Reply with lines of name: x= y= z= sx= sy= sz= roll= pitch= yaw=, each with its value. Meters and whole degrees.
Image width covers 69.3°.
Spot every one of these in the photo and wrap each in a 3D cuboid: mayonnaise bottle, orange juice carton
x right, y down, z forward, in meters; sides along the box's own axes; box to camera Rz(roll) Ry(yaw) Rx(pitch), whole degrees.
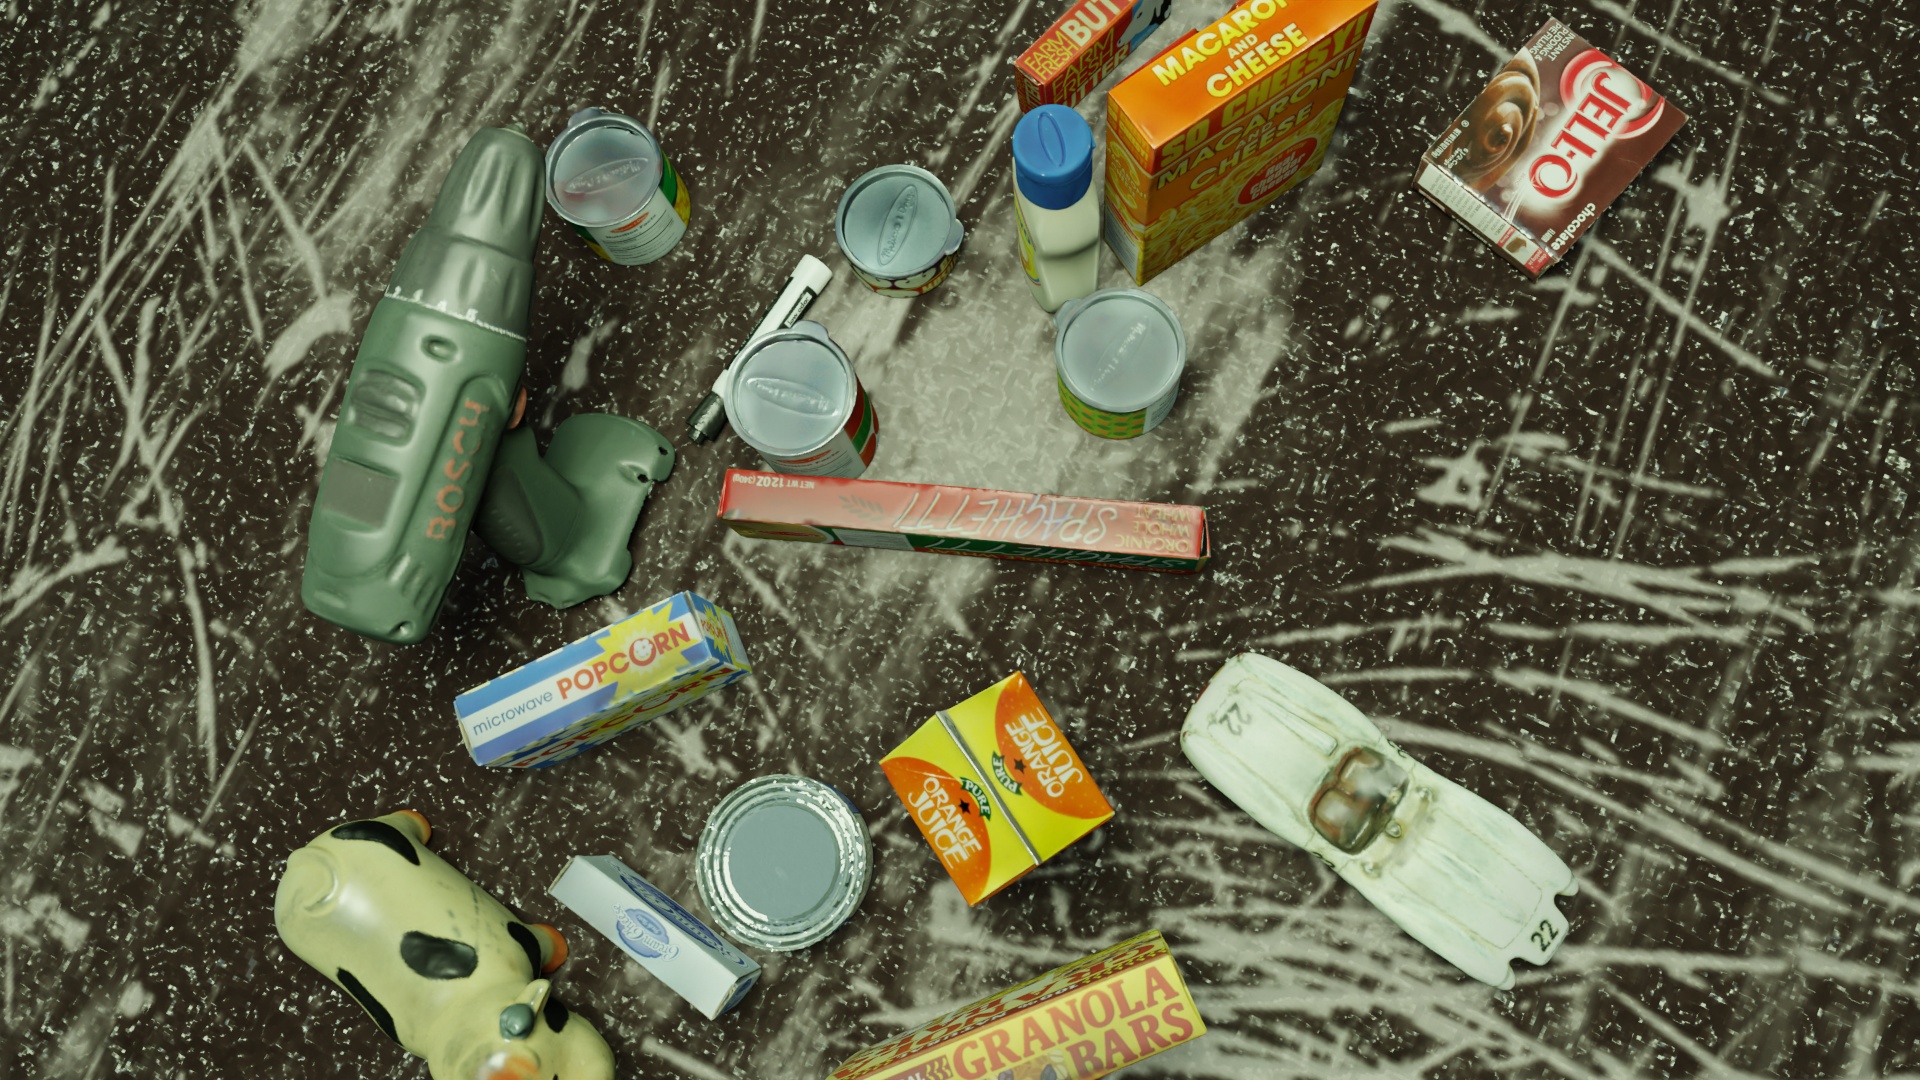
mayonnaise bottle: x=0.048 y=-0.168 z=0.699 sx=0.041 sy=0.148 sz=0.065 roll=-16 pitch=78 yaw=2
orange juice carton: x=0.019 y=0.112 z=0.621 sx=0.073 sy=0.192 sz=0.072 roll=-33 pitch=78 yaw=-2

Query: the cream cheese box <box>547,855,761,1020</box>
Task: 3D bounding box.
cream cheese box: x=-0.150 y=0.195 z=0.691 sx=0.104 sy=0.053 sz=0.024 roll=34 pitch=84 yaw=11

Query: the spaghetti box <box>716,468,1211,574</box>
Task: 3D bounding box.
spaghetti box: x=0.003 y=-0.009 z=0.720 sx=0.250 sy=0.050 sz=0.029 roll=5 pitch=79 yaw=6

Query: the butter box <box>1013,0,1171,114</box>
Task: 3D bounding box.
butter box: x=0.075 y=-0.278 z=0.768 sx=0.103 sy=0.053 sz=0.024 roll=-44 pitch=78 yaw=-4

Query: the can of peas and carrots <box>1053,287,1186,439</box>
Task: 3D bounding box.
can of peas and carrots: x=0.081 y=-0.092 z=0.726 sx=0.071 sy=0.058 sz=0.071 roll=-1 pitch=79 yaw=5

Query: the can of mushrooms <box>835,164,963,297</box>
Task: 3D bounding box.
can of mushrooms: x=-0.031 y=-0.169 z=0.765 sx=0.071 sy=0.033 sz=0.071 roll=-1 pitch=78 yaw=5

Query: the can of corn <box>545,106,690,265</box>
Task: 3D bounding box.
can of corn: x=-0.190 y=-0.196 z=0.772 sx=0.071 sy=0.058 sz=0.071 roll=-1 pitch=79 yaw=5

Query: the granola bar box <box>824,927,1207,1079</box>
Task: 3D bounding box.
granola bar box: x=0.024 y=0.228 z=0.631 sx=0.165 sy=0.124 sz=0.039 roll=-23 pitch=78 yaw=0

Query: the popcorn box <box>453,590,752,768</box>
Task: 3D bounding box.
popcorn box: x=-0.177 y=0.073 z=0.702 sx=0.127 sy=0.085 sz=0.038 roll=-25 pitch=78 yaw=0

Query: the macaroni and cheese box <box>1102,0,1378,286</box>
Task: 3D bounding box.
macaroni and cheese box: x=0.131 y=-0.203 z=0.689 sx=0.124 sy=0.166 sz=0.040 roll=-34 pitch=78 yaw=-2

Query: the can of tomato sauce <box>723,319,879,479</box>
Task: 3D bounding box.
can of tomato sauce: x=-0.080 y=-0.068 z=0.723 sx=0.071 sy=0.083 sz=0.071 roll=-1 pitch=79 yaw=5
